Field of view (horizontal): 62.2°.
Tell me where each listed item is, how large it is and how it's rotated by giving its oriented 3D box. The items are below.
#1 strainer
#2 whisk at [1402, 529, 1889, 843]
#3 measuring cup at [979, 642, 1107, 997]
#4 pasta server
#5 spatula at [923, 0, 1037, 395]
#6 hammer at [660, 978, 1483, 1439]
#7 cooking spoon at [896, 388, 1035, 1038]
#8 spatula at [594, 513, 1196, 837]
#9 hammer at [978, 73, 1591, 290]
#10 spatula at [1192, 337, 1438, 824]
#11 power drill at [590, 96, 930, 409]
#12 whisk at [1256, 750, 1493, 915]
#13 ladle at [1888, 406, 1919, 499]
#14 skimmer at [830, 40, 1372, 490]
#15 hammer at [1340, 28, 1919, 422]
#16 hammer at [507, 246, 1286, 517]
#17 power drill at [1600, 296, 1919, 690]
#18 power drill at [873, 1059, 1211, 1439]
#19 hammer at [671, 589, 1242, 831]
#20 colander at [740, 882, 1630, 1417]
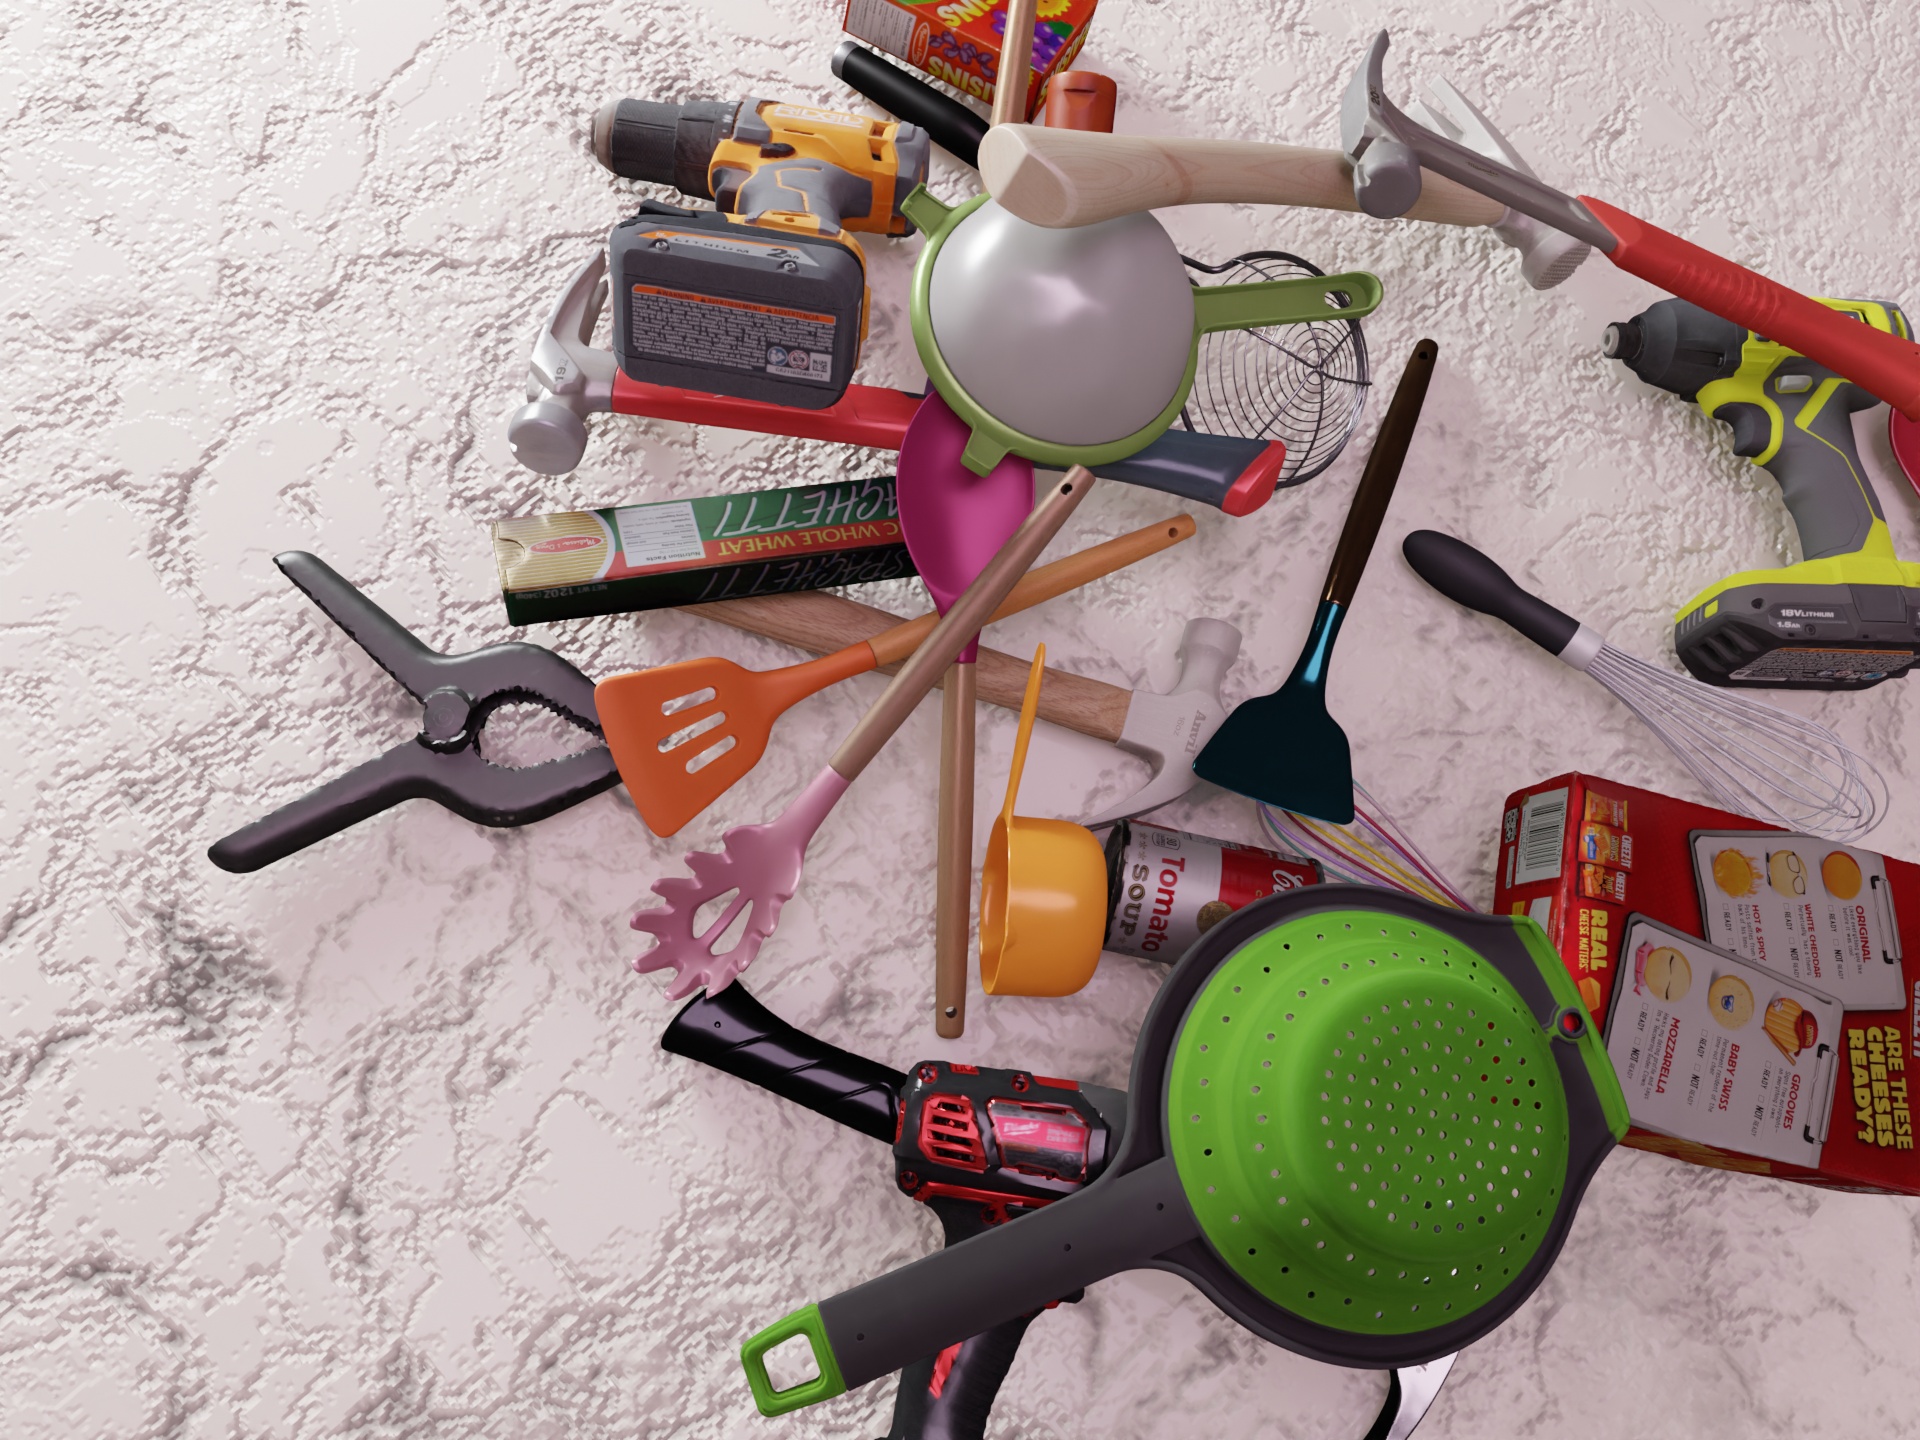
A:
[{"bbox_3d":[0.105,-0.211,0.776,0.256,0.069,0.151,-9,79,-17],"label":"strainer"},{"bbox_3d":[0.361,-0.021,0.856,0.285,0.070,0.070,34,74,9],"label":"whisk"},{"bbox_3d":[0.047,0.050,0.762,0.052,0.095,0.173,7,103,-7],"label":"measuring cup"},{"bbox_3d":[-0.042,0.003,0.753,0.060,0.040,0.316,40,94,11],"label":"pasta server"},{"bbox_3d":[0.019,-0.258,0.863,0.060,0.018,0.316,7,90,-2],"label":"spatula"},{"bbox_3d":[0.048,0.226,0.763,0.409,0.036,0.149,24,75,1],"label":"hammer"},{"bbox_3d":[-0.001,-0.002,0.781,0.068,0.017,0.319,1,92,-9],"label":"cooking spoon"},{"bbox_3d":[-0.020,-0.041,0.792,0.322,0.041,0.081,-23,100,-13],"label":"spatula"},{"bbox_3d":[0.168,-0.283,0.810,0.410,0.038,0.146,-13,64,-39],"label":"hammer"},{"bbox_3d":[0.210,-0.086,0.851,0.082,0.044,0.318,19,68,12],"label":"spatula"},{"bbox_3d":[-0.119,-0.257,0.816,0.185,0.084,0.226,9,42,0],"label":"power drill"},{"bbox_3d":[0.250,0.092,0.820,0.245,0.047,0.051,33,73,-1],"label":"whisk"},{"bbox_3d":[0.565,-0.056,0.898,0.069,0.031,0.315,4,76,-7],"label":"ladle"},{"bbox_3d":[0.072,-0.268,0.903,0.363,0.090,0.127,37,77,15],"label":"skimmer"},{"bbox_3d":[0.364,-0.247,0.833,0.359,0.036,0.149,21,47,-9],"label":"hammer"},{"bbox_3d":[-0.026,-0.166,0.827,0.386,0.038,0.143,8,54,0],"label":"hammer"},{"bbox_3d":[0.452,-0.135,0.884,0.171,0.080,0.223,1,71,-6],"label":"power drill"},{"bbox_3d":[0.031,0.268,0.700,0.143,0.078,0.220,8,78,0],"label":"power drill"},{"bbox_3d":[-0.025,-0.033,0.828,0.331,0.031,0.130,17,73,-1],"label":"hammer"},{"bbox_3d":[0.101,0.190,0.639,0.397,0.094,0.205,-20,78,-10],"label":"colander"}]
